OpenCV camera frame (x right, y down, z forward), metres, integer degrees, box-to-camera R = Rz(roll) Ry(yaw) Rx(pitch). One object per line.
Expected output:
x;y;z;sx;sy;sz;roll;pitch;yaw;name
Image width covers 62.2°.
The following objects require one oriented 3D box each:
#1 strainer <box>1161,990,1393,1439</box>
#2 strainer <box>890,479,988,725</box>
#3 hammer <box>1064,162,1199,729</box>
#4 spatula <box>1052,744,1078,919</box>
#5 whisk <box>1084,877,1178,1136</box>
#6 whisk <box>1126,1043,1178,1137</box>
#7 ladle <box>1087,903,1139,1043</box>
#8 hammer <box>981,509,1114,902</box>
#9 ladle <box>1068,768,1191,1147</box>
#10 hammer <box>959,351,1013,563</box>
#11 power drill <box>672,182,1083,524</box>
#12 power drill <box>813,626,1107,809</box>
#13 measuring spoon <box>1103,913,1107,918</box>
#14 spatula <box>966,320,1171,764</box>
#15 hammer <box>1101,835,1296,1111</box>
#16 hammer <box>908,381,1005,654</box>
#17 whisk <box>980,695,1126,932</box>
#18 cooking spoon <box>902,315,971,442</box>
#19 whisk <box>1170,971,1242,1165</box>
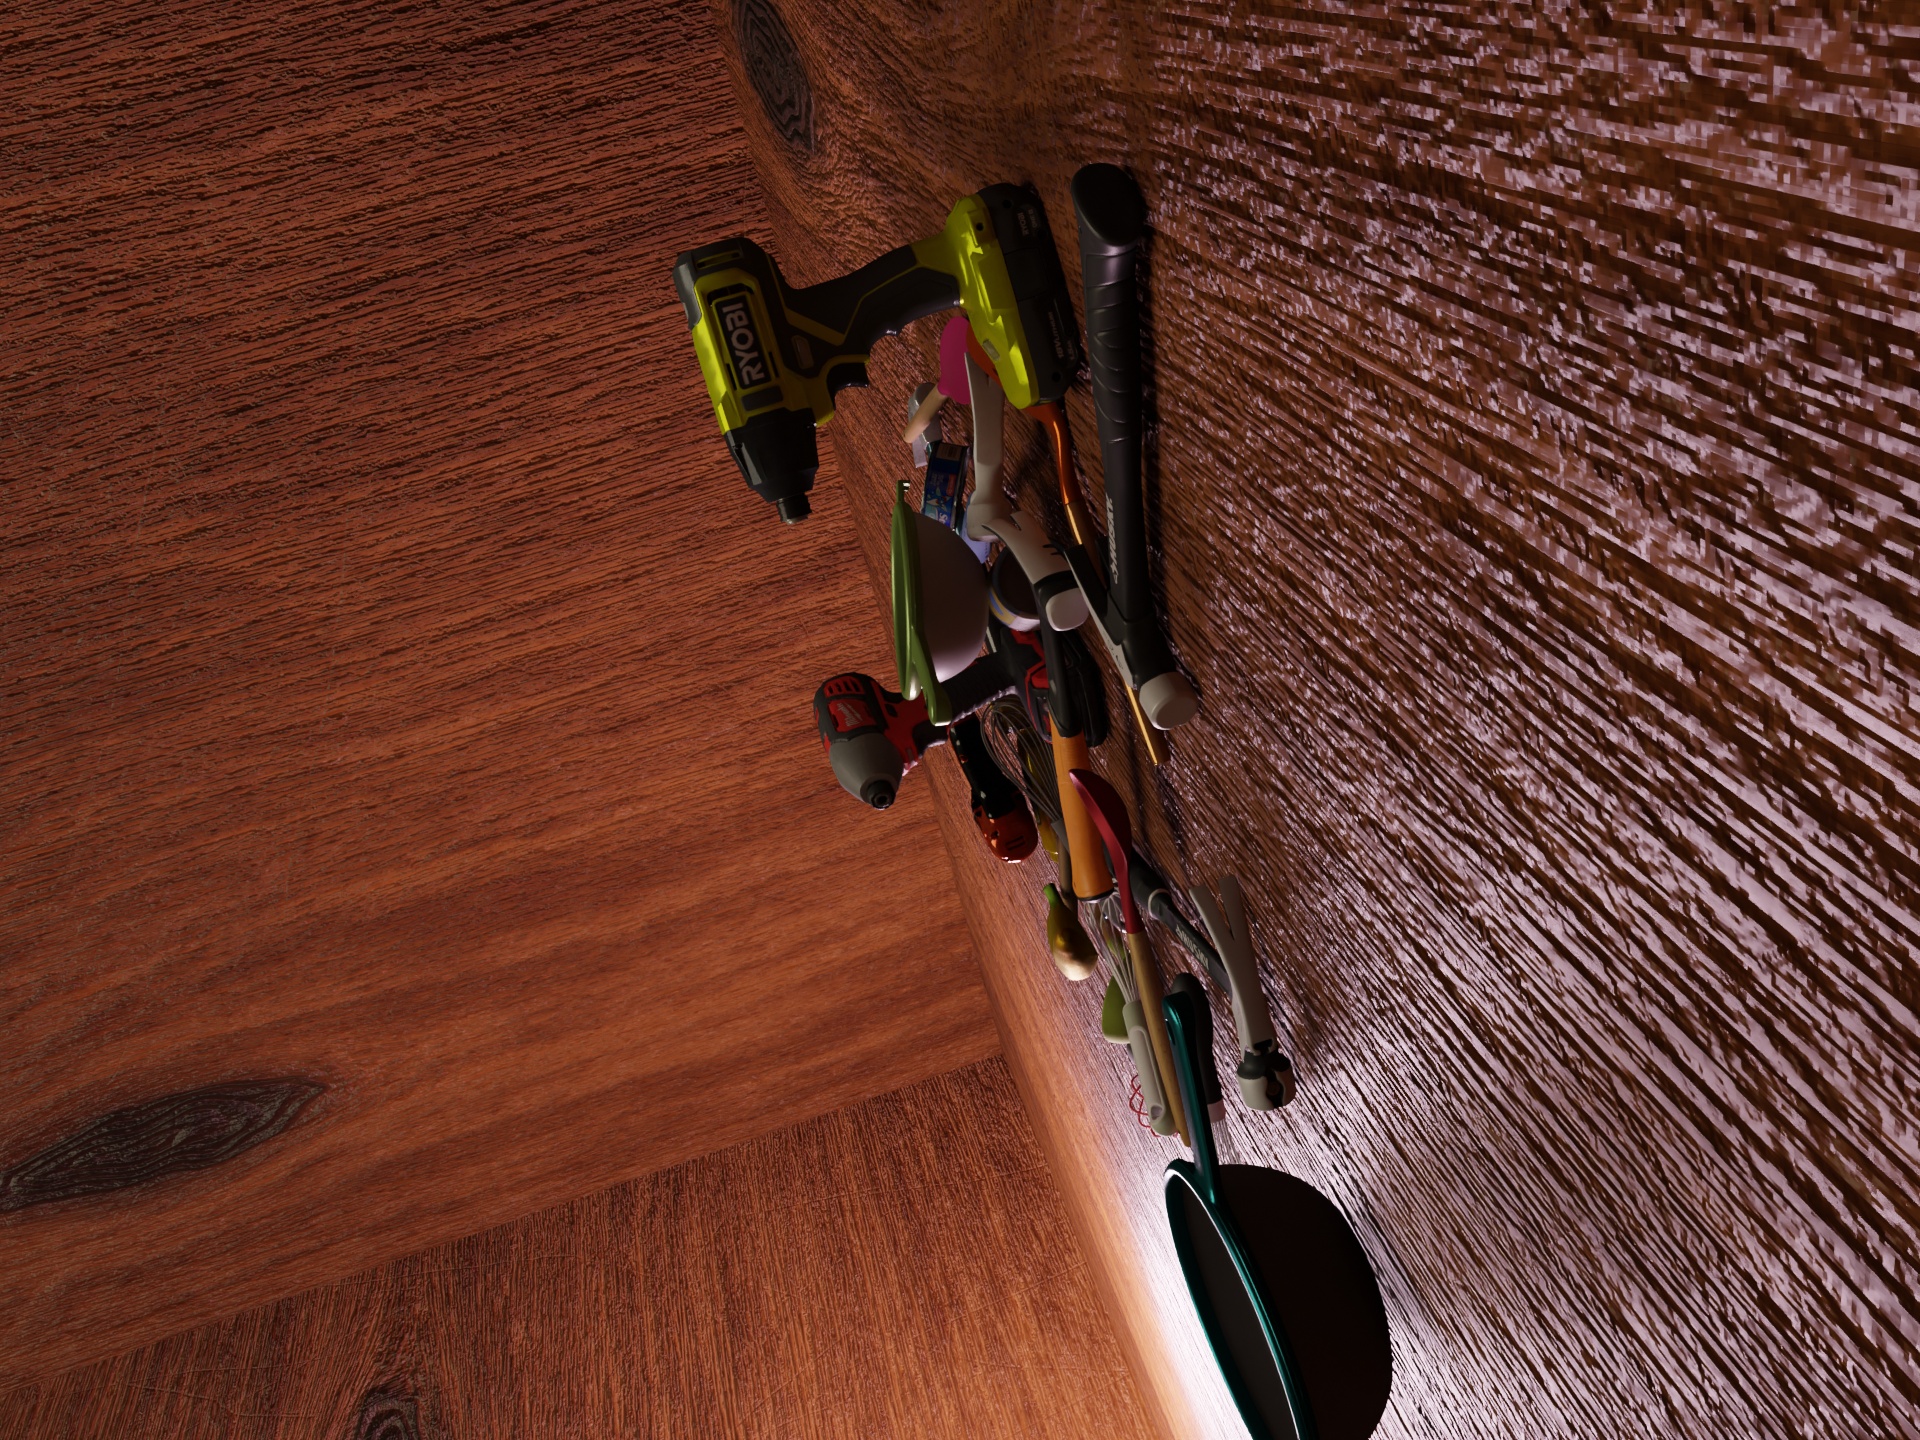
0.195;0.305;0.975;0.211;0.095;0.340;-131;26;-69;strainer
-0.007;-0.067;1.160;0.257;0.069;0.151;-106;15;-60;strainer
0.088;-0.153;0.887;0.334;0.035;0.146;79;171;-48;hammer
0.094;0.069;1.436;0.060;0.018;0.315;-127;28;-56;spatula
0.142;0.227;1.296;0.059;0.057;0.247;24;-144;-31;whisk
0.173;0.309;1.394;0.296;0.073;0.073;81;172;-89;whisk
0.127;0.197;1.503;0.320;0.062;0.078;-113;21;-66;ladle
0.076;0.007;1.180;0.127;0.034;0.336;-119;13;-49;hammer
0.133;0.176;1.161;0.069;0.031;0.315;-129;22;-72;ladle
0.018;-0.191;1.342;0.405;0.035;0.144;106;163;-86;hammer
-0.047;-0.229;0.984;0.080;0.223;0.171;-140;33;-81;power drill
-0.002;-0.004;1.272;0.143;0.219;0.078;-114;8;-52;power drill
0.131;0.115;1.439;0.042;0.021;0.128;-135;37;-80;measuring spoon
0.076;-0.121;1.073;0.081;0.041;0.322;148;103;-84;spatula
0.151;0.138;1.182;0.409;0.036;0.149;-129;23;-76;hammer
0.008;-0.172;1.620;0.128;0.033;0.331;165;87;-84;hammer
0.092;0.084;1.395;0.239;0.055;0.055;59;176;-6;whisk
-0.018;-0.293;1.429;0.319;0.017;0.069;164;89;-77;cooking spoon
0.199;0.329;1.230;0.070;0.070;0.284;-142;39;-80;whisk
